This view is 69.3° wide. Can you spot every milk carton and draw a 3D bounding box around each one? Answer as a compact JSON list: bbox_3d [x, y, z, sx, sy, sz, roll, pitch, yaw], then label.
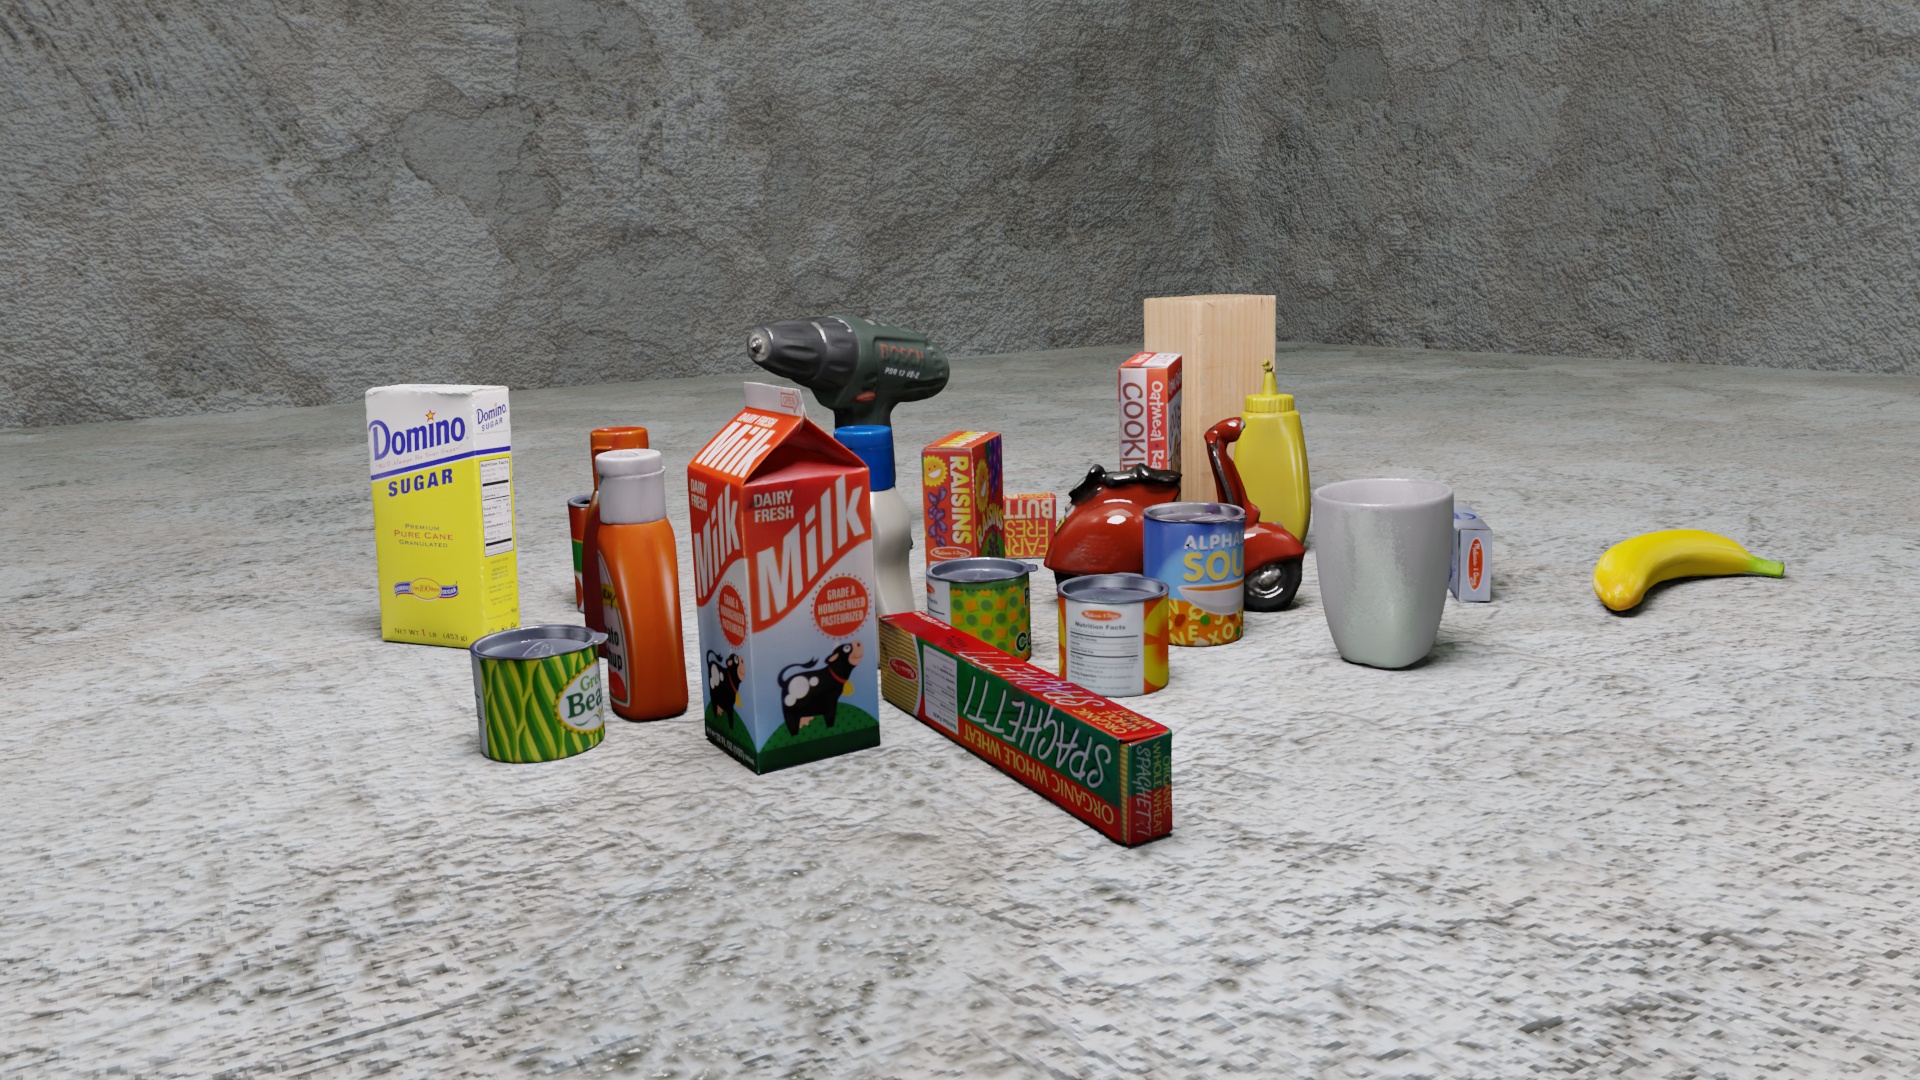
[{"bbox_3d":[-0.092,0.015,0.719,0.074,0.190,0.072,-9,13,-32],"label":"milk carton"}]

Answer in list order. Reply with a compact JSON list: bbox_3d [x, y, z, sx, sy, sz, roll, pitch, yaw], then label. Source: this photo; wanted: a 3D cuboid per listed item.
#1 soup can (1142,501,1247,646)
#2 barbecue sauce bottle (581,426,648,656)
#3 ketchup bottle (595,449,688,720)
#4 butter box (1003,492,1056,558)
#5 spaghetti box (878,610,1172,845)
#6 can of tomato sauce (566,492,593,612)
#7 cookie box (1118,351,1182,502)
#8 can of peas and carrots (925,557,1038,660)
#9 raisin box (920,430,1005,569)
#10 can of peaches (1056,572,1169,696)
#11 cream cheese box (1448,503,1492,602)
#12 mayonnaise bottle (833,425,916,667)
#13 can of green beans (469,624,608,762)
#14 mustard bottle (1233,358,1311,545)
[{"bbox_3d":[0.155,0.021,0.909,0.071,0.083,0.071,-2,11,0],"label":"soup can"},{"bbox_3d":[-0.217,0.001,0.906,0.065,0.148,0.044,3,12,22],"label":"barbecue sauce bottle"},{"bbox_3d":[-0.183,0.024,0.792,0.043,0.148,0.065,-7,12,-24],"label":"ketchup bottle"},{"bbox_3d":[0.029,-0.011,1.161,0.103,0.053,0.024,-2,11,1],"label":"butter box"},{"bbox_3d":[0.023,0.086,0.701,0.029,0.050,0.250,-8,13,-27],"label":"spaghetti box"},{"bbox_3d":[-0.254,0.009,1.036,0.071,0.083,0.071,-2,11,0],"label":"can of tomato sauce"},{"bbox_3d":[0.152,-0.062,1.105,0.040,0.167,0.123,1,12,14],"label":"cookie box"},{"bbox_3d":[0.014,0.045,0.878,0.071,0.058,0.071,-2,12,0],"label":"can of peas and carrots"},{"bbox_3d":[0.004,-0.013,0.998,0.040,0.123,0.086,2,12,17],"label":"raisin box"},{"bbox_3d":[0.091,0.055,0.821,0.071,0.058,0.071,-2,12,0],"label":"can of peaches"},{"bbox_3d":[0.368,0.007,1.017,0.024,0.053,0.104,0,12,11],"label":"cream cheese box"},{"bbox_3d":[-0.059,0.003,0.874,0.065,0.147,0.041,8,15,40],"label":"mayonnaise bottle"},{"bbox_3d":[-0.226,0.081,0.745,0.071,0.057,0.071,-2,12,0],"label":"can of green beans"},{"bbox_3d":[0.256,-0.070,1.144,0.065,0.159,0.049,2,12,20],"label":"mustard bottle"}]
